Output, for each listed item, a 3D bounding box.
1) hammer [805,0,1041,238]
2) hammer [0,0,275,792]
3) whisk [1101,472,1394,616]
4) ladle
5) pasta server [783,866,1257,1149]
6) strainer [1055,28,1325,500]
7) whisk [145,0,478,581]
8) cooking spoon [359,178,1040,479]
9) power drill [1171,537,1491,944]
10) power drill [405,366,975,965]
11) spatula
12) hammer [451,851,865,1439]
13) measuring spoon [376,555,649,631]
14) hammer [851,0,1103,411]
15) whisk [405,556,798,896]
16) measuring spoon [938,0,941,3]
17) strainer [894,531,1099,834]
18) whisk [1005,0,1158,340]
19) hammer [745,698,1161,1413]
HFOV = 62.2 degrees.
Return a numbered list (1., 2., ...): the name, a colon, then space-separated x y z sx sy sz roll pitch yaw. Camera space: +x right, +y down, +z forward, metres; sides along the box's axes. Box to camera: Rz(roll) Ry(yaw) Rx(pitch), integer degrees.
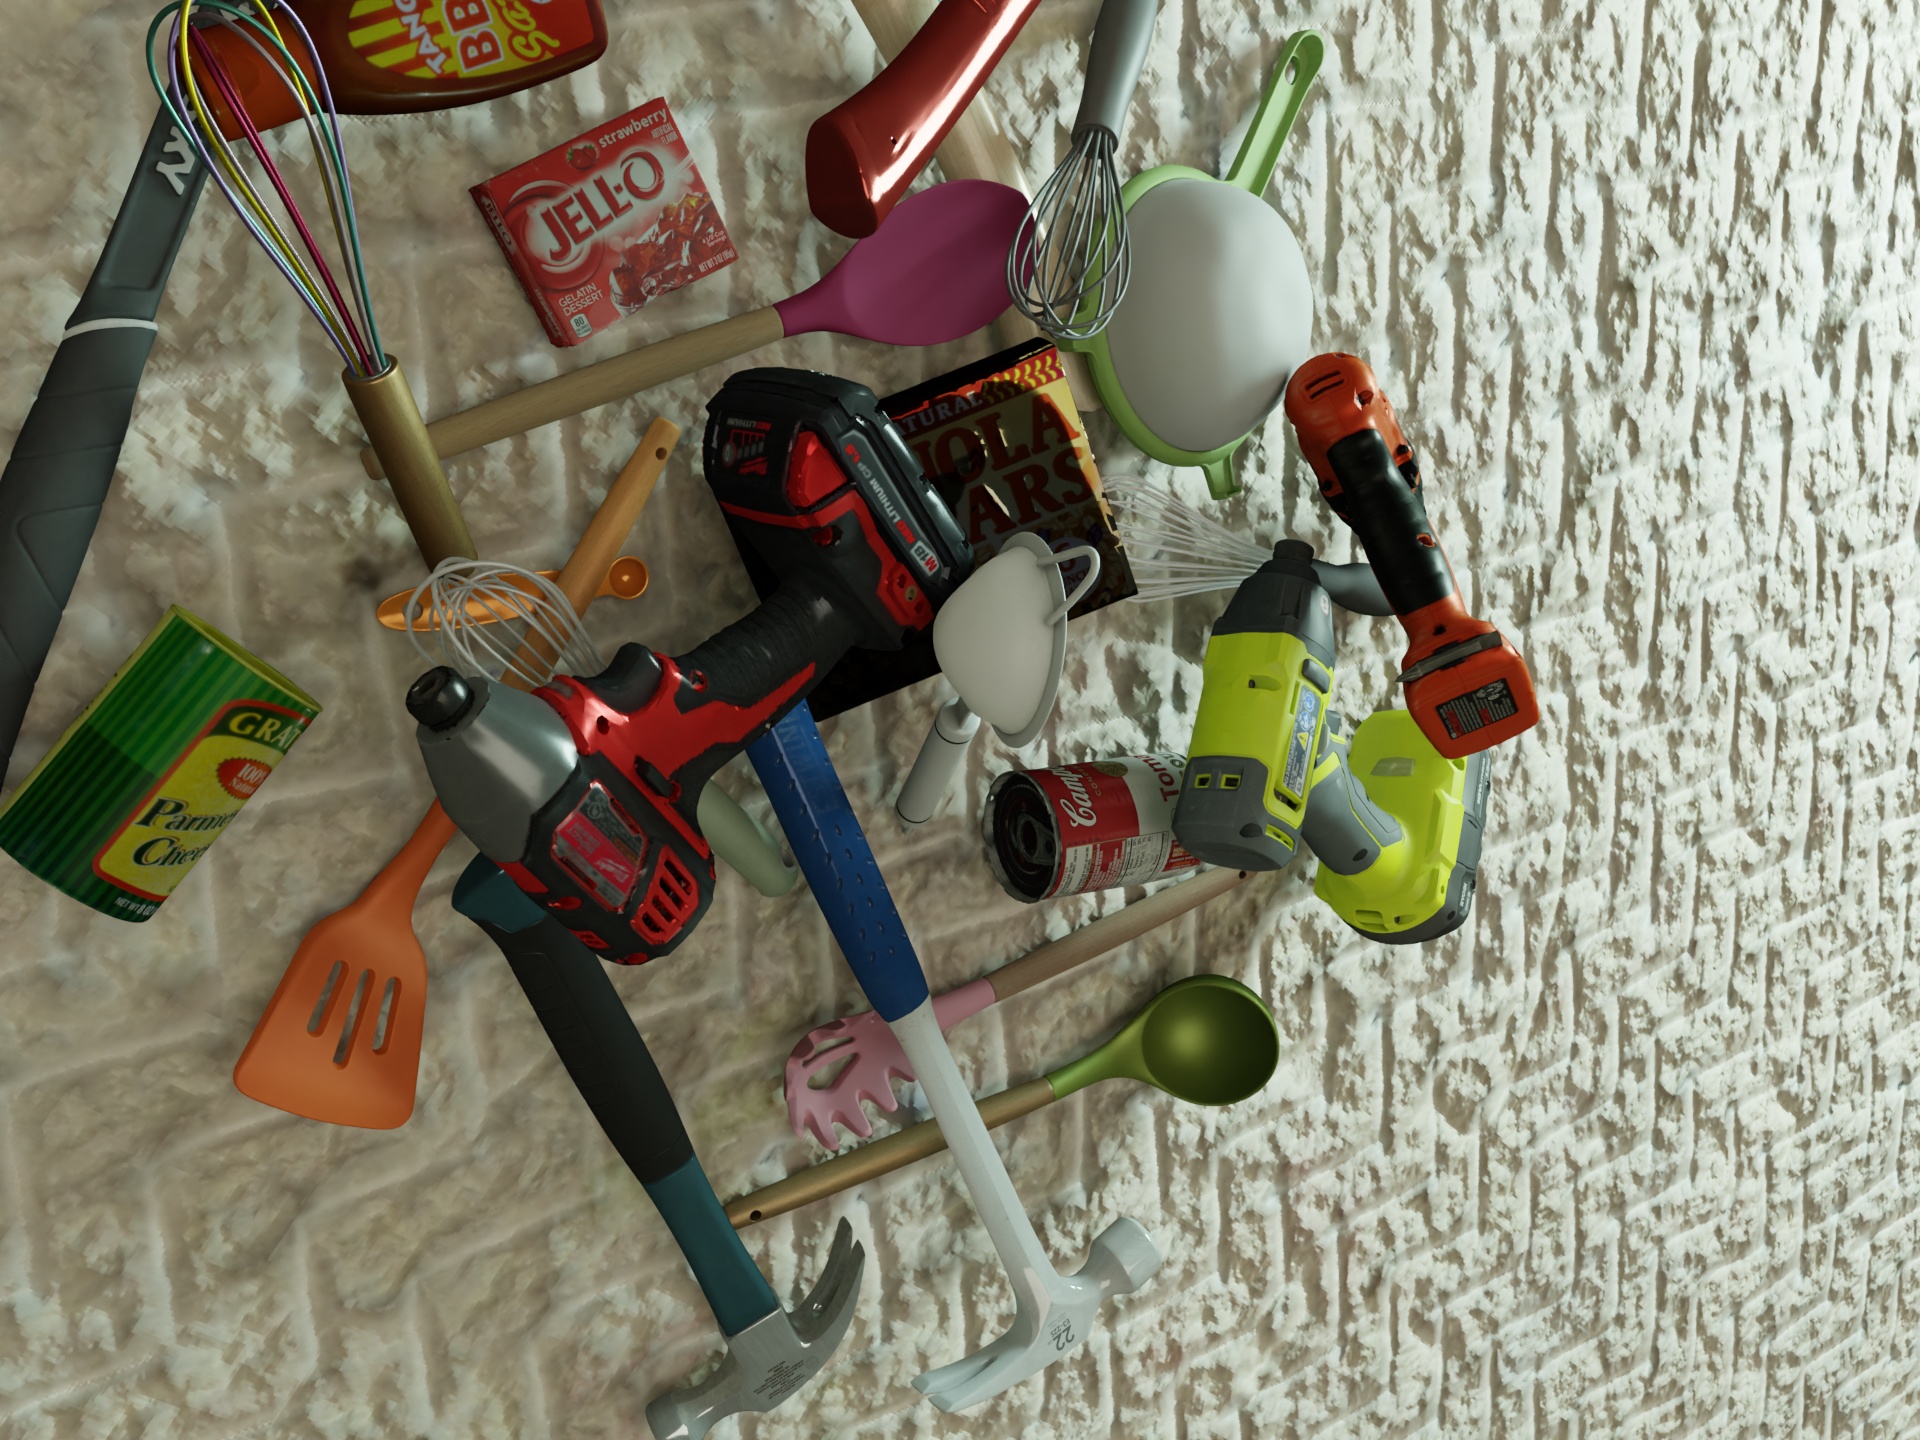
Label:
1. hammer: 0.042 -0.344 0.710 0.149 0.037 0.359 46 64 -37
2. hammer: -0.302 -0.161 0.588 0.149 0.036 0.409 21 88 -33
3. whisk: 0.152 -0.086 0.859 0.284 0.070 0.070 6 96 -36
4. ladle: 0.029 0.208 0.837 0.320 0.062 0.078 -16 108 -25
5. pasta server: 0.041 0.134 0.841 0.316 0.040 0.060 -21 109 -27
6. strainer: 0.153 -0.250 0.802 0.151 0.069 0.256 35 72 -38
7. whisk: -0.227 -0.145 0.580 0.051 0.047 0.244 -16 136 -7
8. cooking spoon: -0.104 -0.166 0.693 0.319 0.017 0.068 -24 120 -18
9. power drill: 0.203 0.019 0.855 0.223 0.080 0.171 32 66 -44
10. power drill: -0.104 -0.028 0.612 0.220 0.079 0.143 -52 132 -19
11. spatula: -0.197 0.015 0.670 0.081 0.041 0.322 32 85 -43
12. hammer: -0.140 0.192 0.721 0.128 0.033 0.330 -28 117 -14
13. measuring spoon: -0.192 -0.055 0.687 0.117 0.011 0.021 -12 107 -25
14. hammer: -0.021 -0.325 0.715 0.146 0.038 0.410 -37 117 -11
15. whisk: -0.141 0.012 0.682 0.059 0.058 0.246 -31 135 9
16. measuring spoon: -0.003 -0.382 0.731 0.042 0.021 0.128 6 96 -31
17. strainer: -0.001 -0.002 0.691 0.050 0.258 0.087 -1 64 -15
18. whisk: 0.066 -0.271 0.739 0.055 0.055 0.239 31 59 -31
19. hammer: -0.026 0.148 0.757 0.144 0.035 0.405 -32 110 -26
